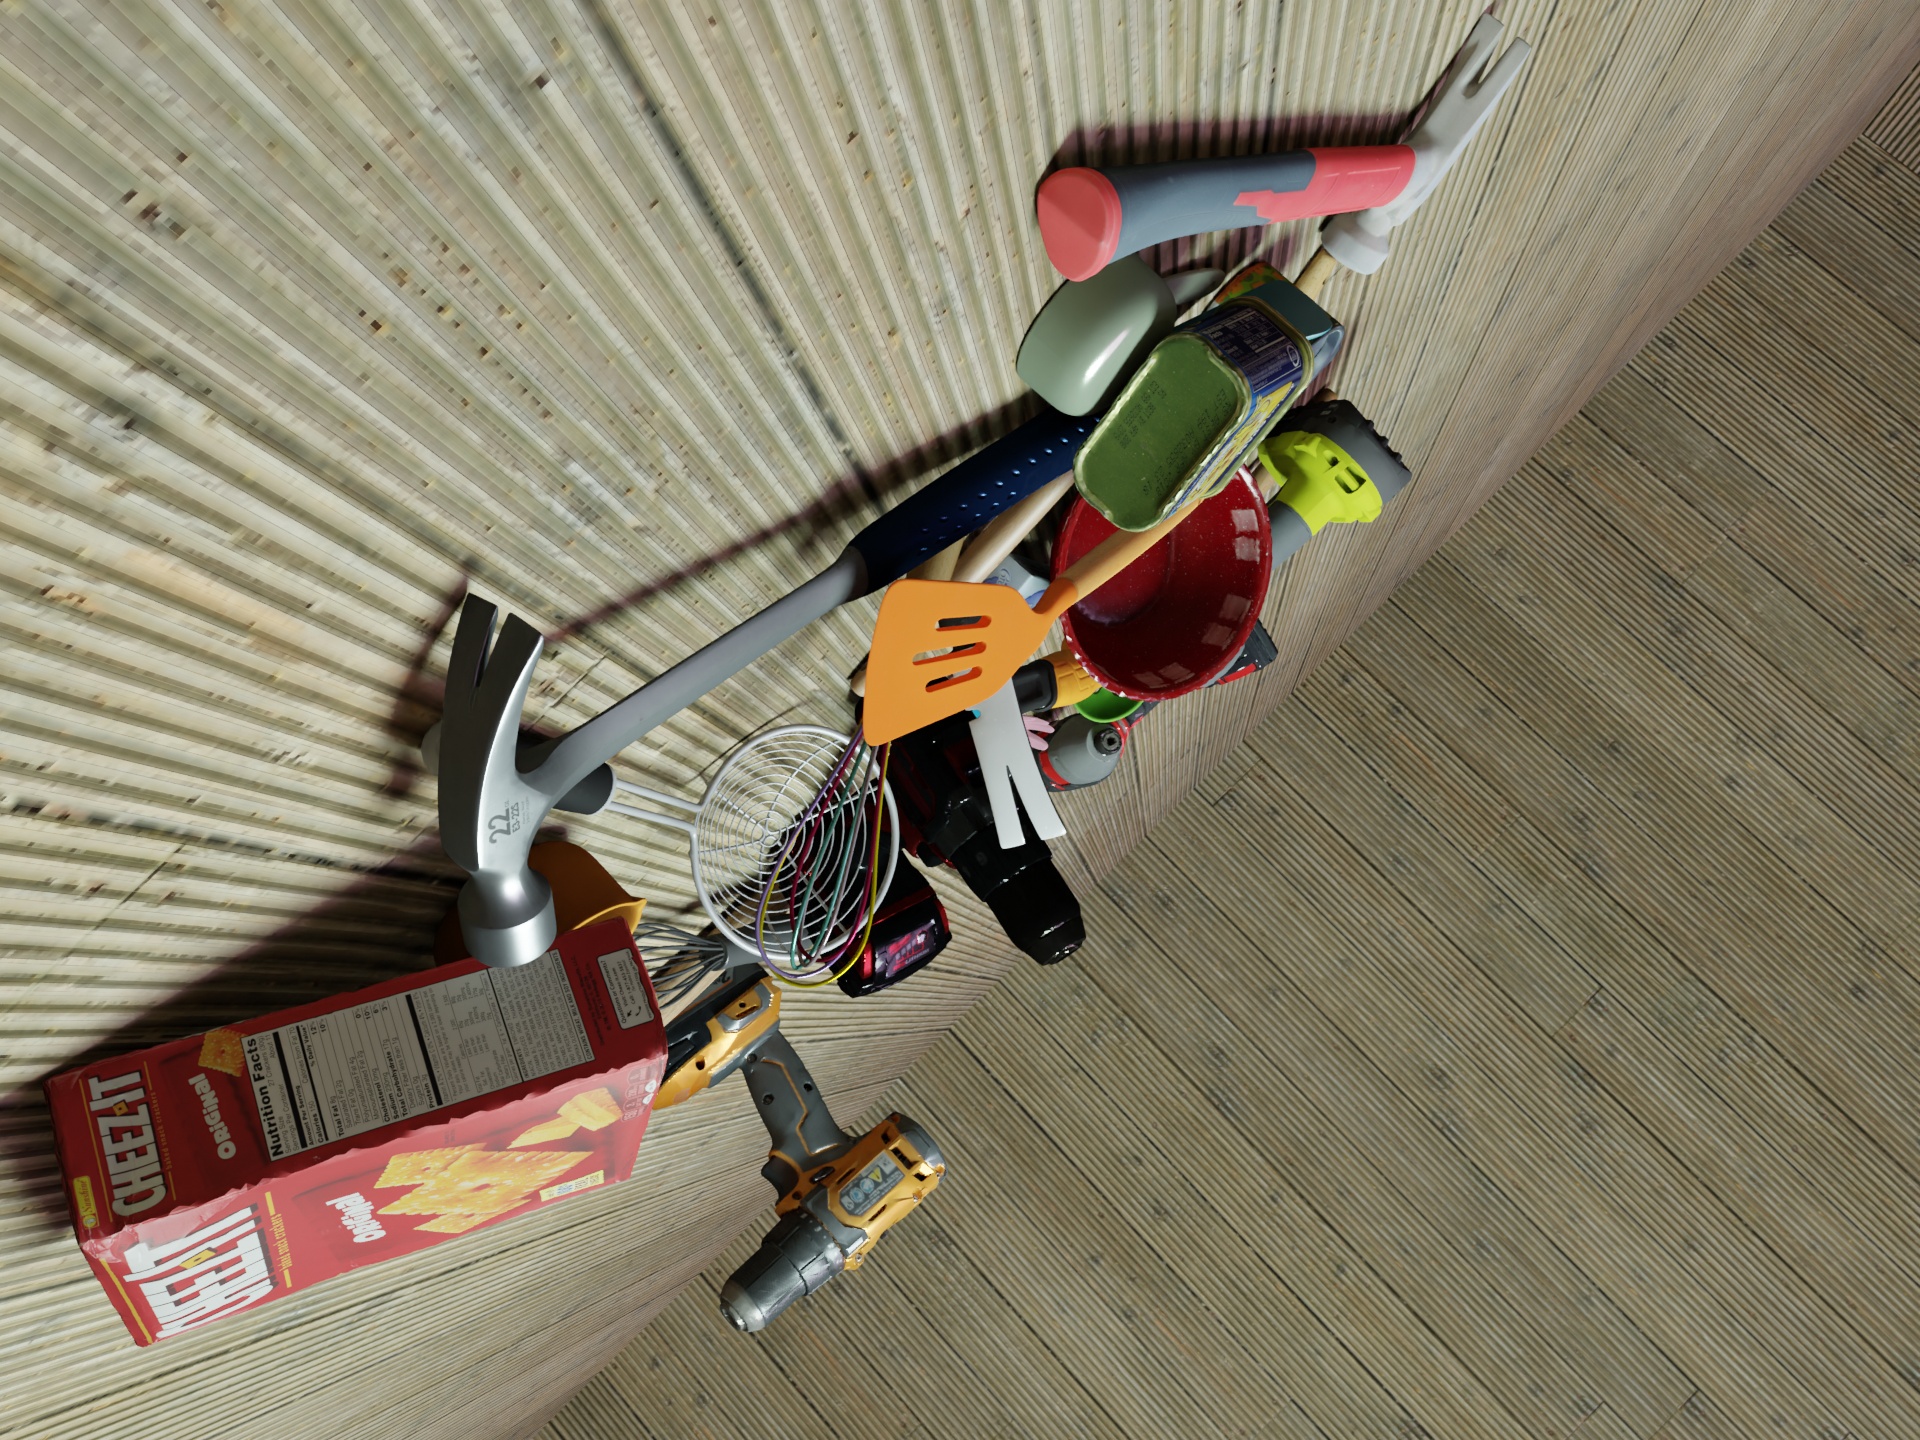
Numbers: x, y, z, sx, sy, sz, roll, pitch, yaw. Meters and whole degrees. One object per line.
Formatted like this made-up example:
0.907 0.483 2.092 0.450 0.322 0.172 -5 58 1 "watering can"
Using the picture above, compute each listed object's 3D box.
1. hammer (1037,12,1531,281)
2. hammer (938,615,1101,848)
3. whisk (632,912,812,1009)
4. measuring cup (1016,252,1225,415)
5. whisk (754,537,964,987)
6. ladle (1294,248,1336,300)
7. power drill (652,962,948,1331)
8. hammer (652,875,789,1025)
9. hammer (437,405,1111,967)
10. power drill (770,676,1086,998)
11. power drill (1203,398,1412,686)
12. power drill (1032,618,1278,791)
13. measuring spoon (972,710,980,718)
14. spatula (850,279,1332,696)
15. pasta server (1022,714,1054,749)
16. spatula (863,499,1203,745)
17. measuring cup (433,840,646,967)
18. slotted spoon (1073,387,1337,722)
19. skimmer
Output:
0.156 -0.260 0.735 0.386 0.038 0.143 -29 159 -51 "hammer"
0.054 -0.015 0.943 0.034 0.127 0.337 -16 -178 14 "hammer"
-0.149 0.140 0.976 0.055 0.055 0.239 -49 161 19 "whisk"
0.093 -0.188 0.755 0.167 0.038 0.083 -28 160 -45 "measuring cup"
-0.040 0.013 0.772 0.051 0.047 0.245 24 85 -64 "whisk"
0.156 -0.175 1.038 0.069 0.031 0.315 -35 163 -46 "ladle"
-0.146 0.299 1.130 0.185 0.226 0.084 -36 165 -32 "power drill"
-0.218 0.204 1.054 0.331 0.031 0.130 -43 168 -9 "hammer"
-0.050 -0.062 0.666 0.405 0.035 0.144 -39 147 -41 "hammer"
-0.020 0.091 0.960 0.080 0.188 0.226 -24 163 -33 "power drill"
0.197 -0.122 1.150 0.228 0.080 0.191 -45 -167 -3 "power drill"
0.157 -0.020 1.354 0.219 0.078 0.143 -37 -176 -19 "power drill"
-0.002 -0.003 1.034 0.128 0.021 0.042 -58 158 -8 "measuring spoon"
0.056 -0.119 0.847 0.317 0.044 0.082 -45 -150 16 "spatula"
0.009 0.008 1.126 0.060 0.040 0.316 -58 165 3 "pasta server"
0.054 -0.075 0.794 0.322 0.041 0.081 -39 145 -53 "spatula"
-0.197 0.108 0.767 0.095 0.052 0.173 -42 169 -13 "measuring cup"
0.191 -0.130 1.245 0.313 0.070 0.031 -52 -169 9 "slotted spoon"
-0.116 0.044 0.729 0.363 0.090 0.127 38 65 -75 "skimmer"
